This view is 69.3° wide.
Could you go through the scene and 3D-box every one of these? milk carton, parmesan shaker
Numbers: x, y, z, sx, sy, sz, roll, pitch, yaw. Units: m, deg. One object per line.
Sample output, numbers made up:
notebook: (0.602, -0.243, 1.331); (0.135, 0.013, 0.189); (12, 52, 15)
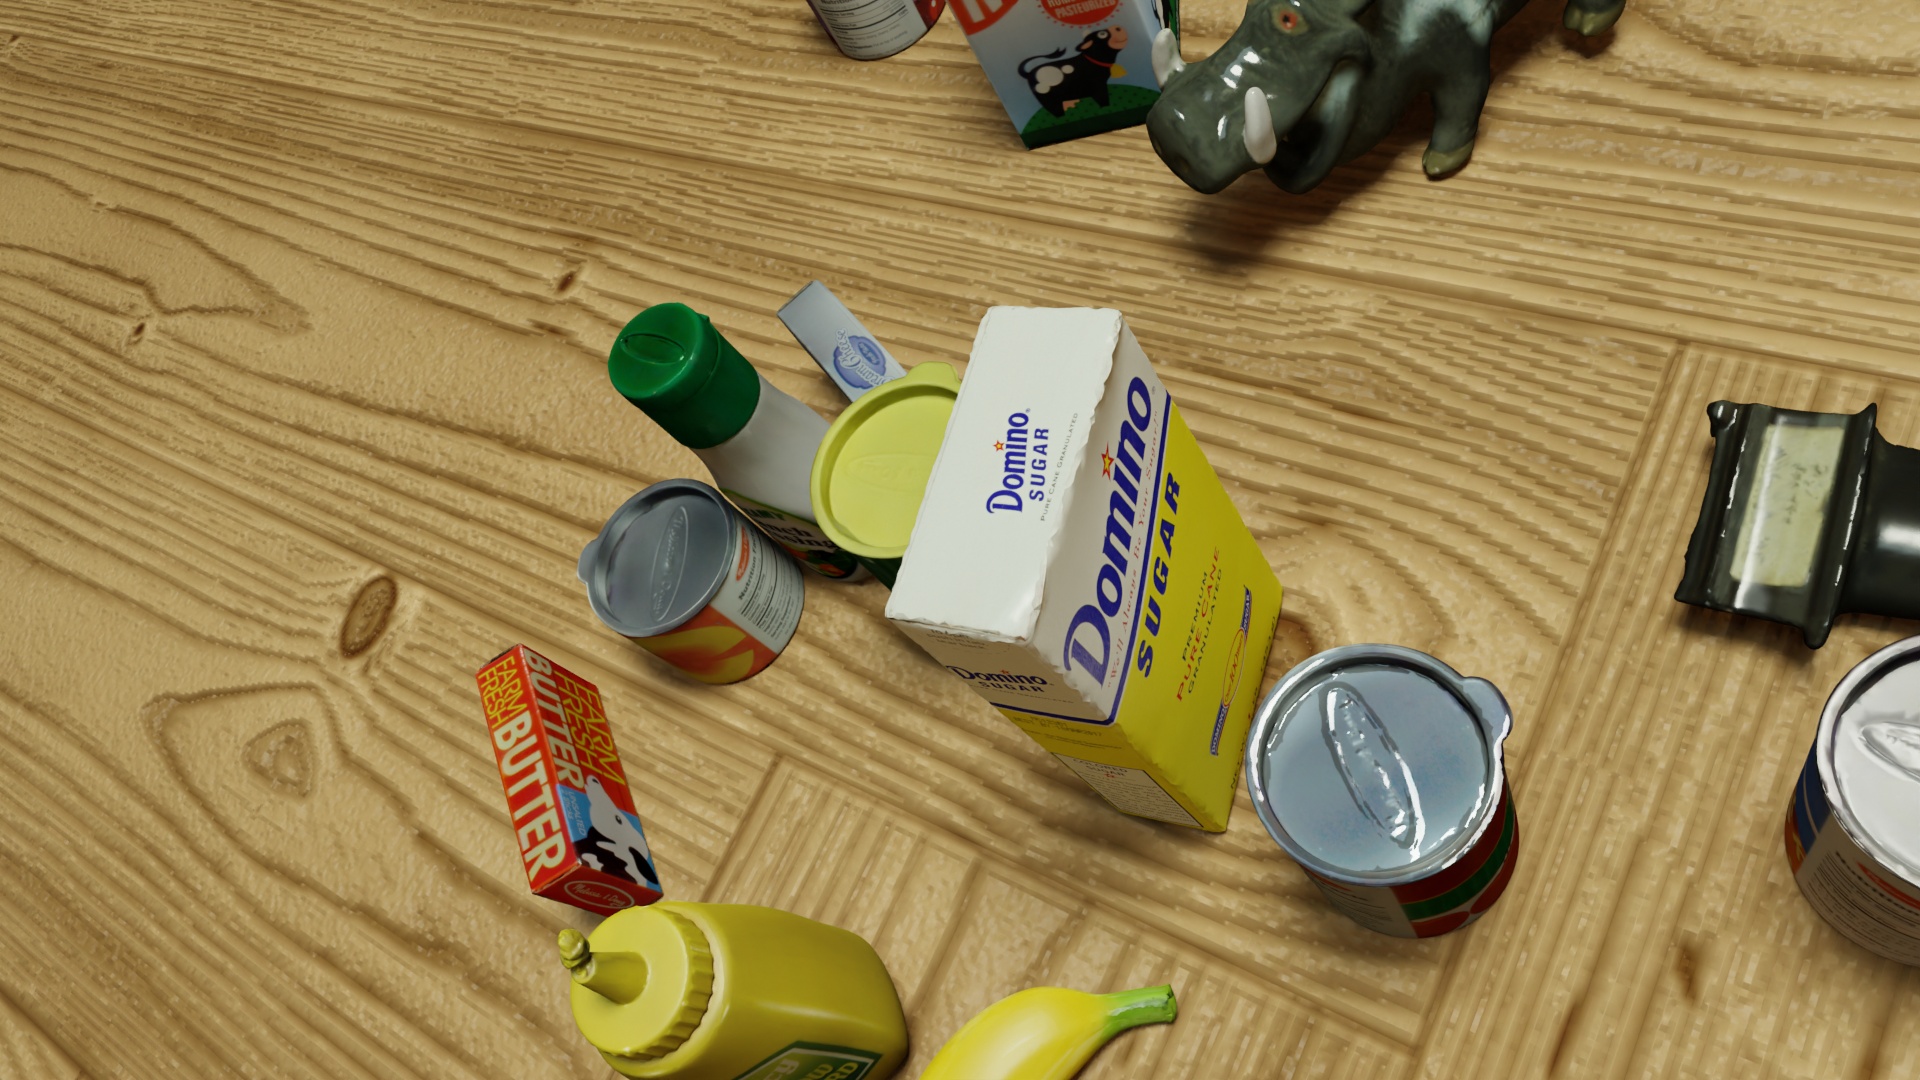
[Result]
milk carton: (0.028, -0.246, 0.543); (0.073, 0.190, 0.072); (-7, 63, 22)
parmesan shaker: (0.002, -0.006, 0.486); (0.071, 0.103, 0.071); (-11, 62, 20)

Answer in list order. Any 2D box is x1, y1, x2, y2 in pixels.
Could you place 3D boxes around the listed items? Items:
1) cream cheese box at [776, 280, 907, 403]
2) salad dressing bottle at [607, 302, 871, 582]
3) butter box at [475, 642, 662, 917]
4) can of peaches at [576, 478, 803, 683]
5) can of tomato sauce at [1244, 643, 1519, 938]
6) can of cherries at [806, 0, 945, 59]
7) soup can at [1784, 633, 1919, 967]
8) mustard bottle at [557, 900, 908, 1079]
cream cheese box: (-0.030, -0.057, 0.556); (0.024, 0.053, 0.104); (-42, 56, 1)
salad dressing bottle: (-0.071, -0.032, 0.506); (0.064, 0.147, 0.044); (19, 75, 31)
butter box: (-0.152, 0.093, 0.537); (0.024, 0.053, 0.104); (-33, 56, 7)
can of peaches: (-0.106, 0.017, 0.551); (0.071, 0.058, 0.071); (-11, 61, 20)
can of tomato sauce: (0.125, 0.073, 0.400); (0.071, 0.083, 0.071); (-11, 61, 20)
can of cherries: (-0.046, -0.280, 0.675); (0.071, 0.058, 0.072); (-11, 61, 20)
soup can: (0.249, 0.065, 0.347); (0.071, 0.083, 0.071); (-11, 61, 20)
mustard bottle: (-0.071, 0.138, 0.412); (0.065, 0.160, 0.049); (-32, 56, 8)
